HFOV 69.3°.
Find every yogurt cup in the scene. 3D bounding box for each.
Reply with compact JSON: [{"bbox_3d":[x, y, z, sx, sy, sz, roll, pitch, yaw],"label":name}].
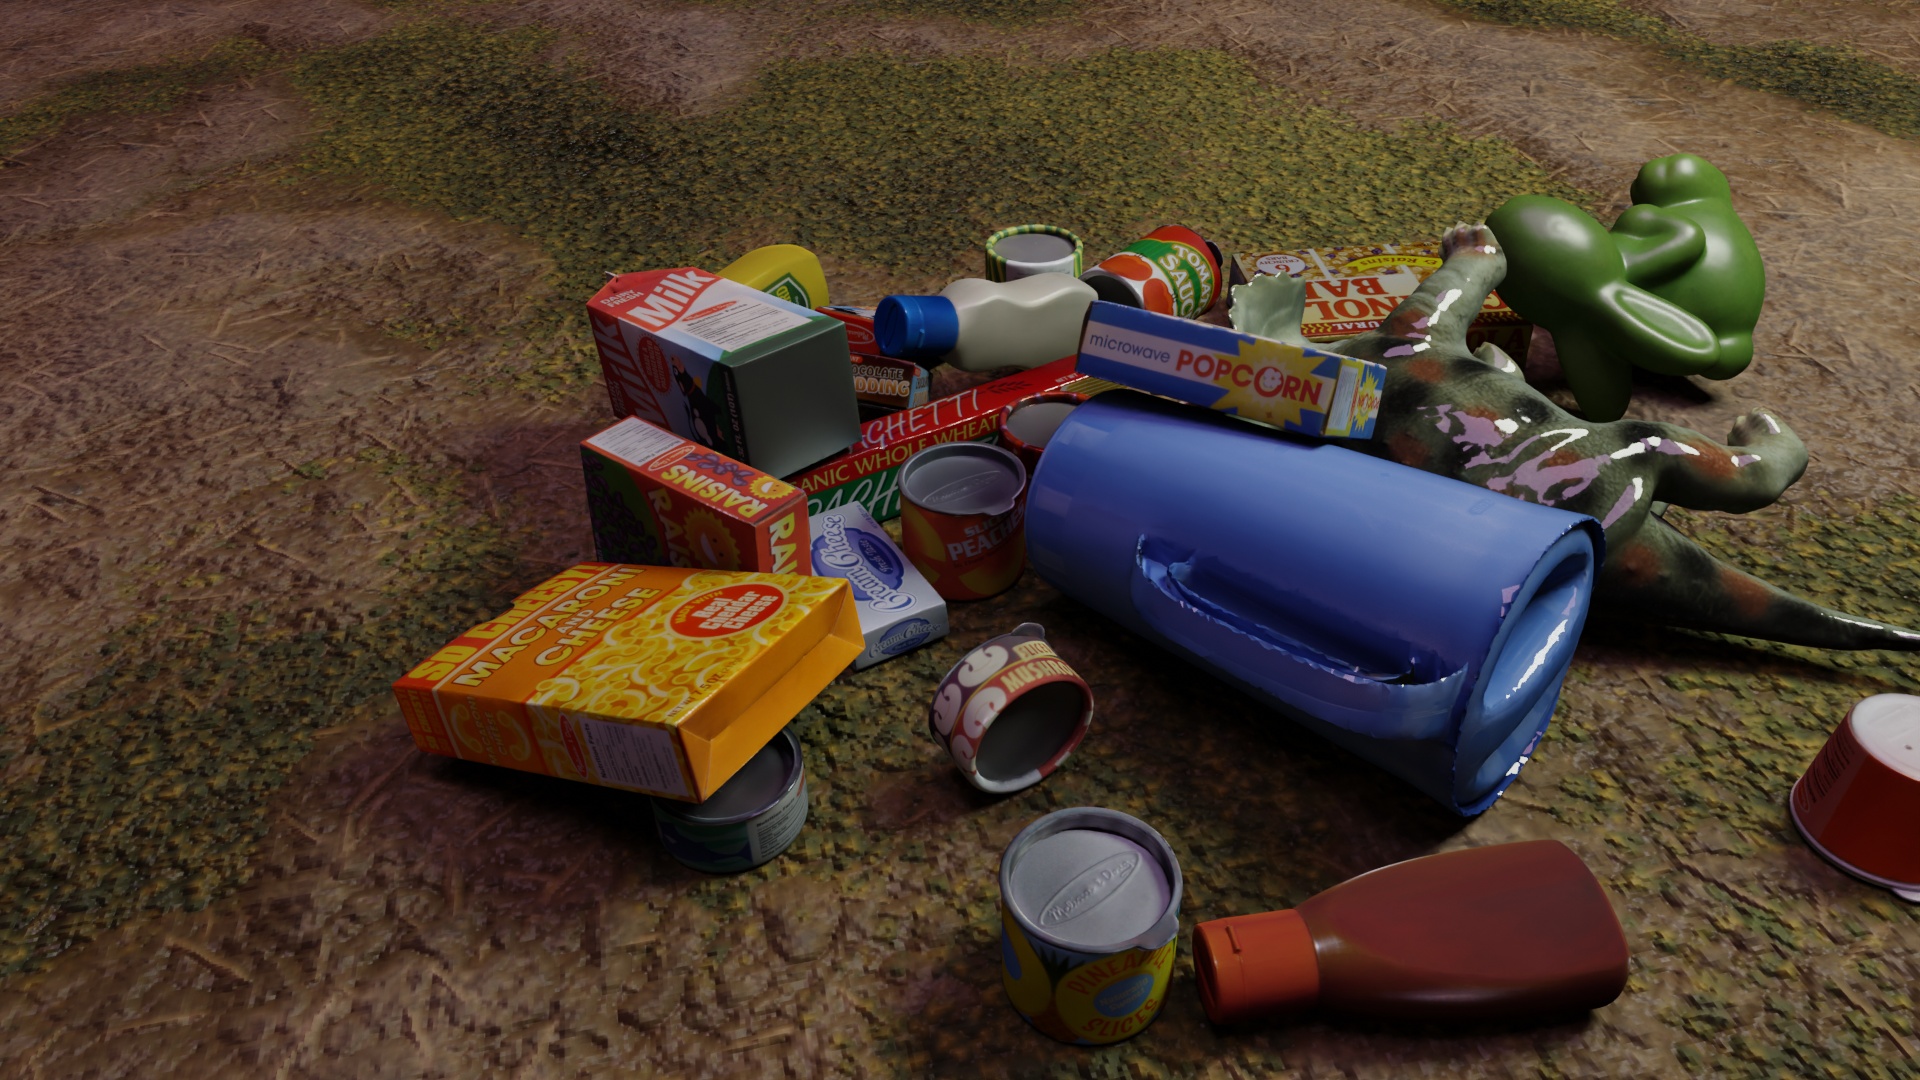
[{"bbox_3d":[0.381,0.099,0.562,0.072,0.053,0.073,-1,36,1],"label":"yogurt cup"}]

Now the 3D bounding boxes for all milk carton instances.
[{"bbox_3d":[-0.143,-0.098,0.769,0.074,0.072,0.191,-28,37,-32],"label":"milk carton"}]

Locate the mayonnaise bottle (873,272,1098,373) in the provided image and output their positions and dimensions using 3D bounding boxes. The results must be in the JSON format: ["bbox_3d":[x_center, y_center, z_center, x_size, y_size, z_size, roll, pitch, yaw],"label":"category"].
[{"bbox_3d":[0.016,-0.132,0.852,0.148,0.064,0.041,-7,36,-38],"label":"mayonnaise bottle"}]

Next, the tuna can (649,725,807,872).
[{"bbox_3d":[-0.101,0.106,0.594,0.071,0.032,0.071,-1,37,1],"label":"tuna can"}]

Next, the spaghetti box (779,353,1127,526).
[{"bbox_3d":[-0.014,-0.051,0.786,0.251,0.050,0.029,-21,39,-23],"label":"spaghetti box"}]

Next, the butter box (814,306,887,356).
[{"bbox_3d":[-0.044,-0.134,0.886,0.053,0.024,0.104,16,15,26],"label":"butter box"}]

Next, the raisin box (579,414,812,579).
[{"bbox_3d":[-0.131,-0.001,0.695,0.123,0.085,0.040,24,39,31],"label":"raisin box"}]

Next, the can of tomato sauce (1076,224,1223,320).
[{"bbox_3d":[0.123,-0.163,0.914,0.071,0.070,0.083,27,46,33],"label":"can of tomato sauce"}]

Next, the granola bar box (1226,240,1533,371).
[{"bbox_3d":[0.271,-0.152,0.917,0.166,0.038,0.125,-4,37,-2],"label":"granola bar box"}]

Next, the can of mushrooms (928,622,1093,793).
[{"bbox_3d":[0.023,0.073,0.601,0.071,0.070,0.033,-21,42,-23],"label":"can of mushrooms"}]

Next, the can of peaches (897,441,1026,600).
[{"bbox_3d":[0.003,-0.009,0.723,0.071,0.057,0.071,-1,37,1],"label":"can of peaches"}]

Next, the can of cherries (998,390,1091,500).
[{"bbox_3d":[0.051,-0.043,0.765,0.071,0.058,0.072,-1,37,1],"label":"can of cherries"}]

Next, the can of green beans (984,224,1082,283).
[{"bbox_3d":[0.050,-0.175,0.942,0.071,0.057,0.071,-1,37,1],"label":"can of green beans"}]

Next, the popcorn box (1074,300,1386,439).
[{"bbox_3d":[0.129,-0.081,0.663,0.127,0.038,0.085,19,12,28],"label":"popcorn box"}]

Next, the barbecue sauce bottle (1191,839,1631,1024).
[{"bbox_3d":[0.162,0.150,0.514,0.149,0.043,0.065,-7,37,-5],"label":"barbecue sauce bottle"}]

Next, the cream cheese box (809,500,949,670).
[{"bbox_3d":[-0.053,0.021,0.713,0.053,0.024,0.104,-21,40,-21],"label":"cream cheese box"}]

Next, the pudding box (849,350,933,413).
[{"bbox_3d":[-0.047,-0.092,0.823,0.050,0.030,0.084,11,3,5],"label":"pudding box"}]

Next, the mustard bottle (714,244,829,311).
[{"bbox_3d":[-0.155,-0.135,0.899,0.049,0.065,0.161,22,48,37],"label":"mustard bottle"}]

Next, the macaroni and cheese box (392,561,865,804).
[{"bbox_3d":[-0.146,0.055,0.617,0.166,0.040,0.124,3,27,30],"label":"macaroni and cheese box"}]

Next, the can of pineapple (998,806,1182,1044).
[{"bbox_3d":[0.048,0.144,0.515,0.071,0.057,0.071,-2,37,1],"label":"can of pineapple"}]
